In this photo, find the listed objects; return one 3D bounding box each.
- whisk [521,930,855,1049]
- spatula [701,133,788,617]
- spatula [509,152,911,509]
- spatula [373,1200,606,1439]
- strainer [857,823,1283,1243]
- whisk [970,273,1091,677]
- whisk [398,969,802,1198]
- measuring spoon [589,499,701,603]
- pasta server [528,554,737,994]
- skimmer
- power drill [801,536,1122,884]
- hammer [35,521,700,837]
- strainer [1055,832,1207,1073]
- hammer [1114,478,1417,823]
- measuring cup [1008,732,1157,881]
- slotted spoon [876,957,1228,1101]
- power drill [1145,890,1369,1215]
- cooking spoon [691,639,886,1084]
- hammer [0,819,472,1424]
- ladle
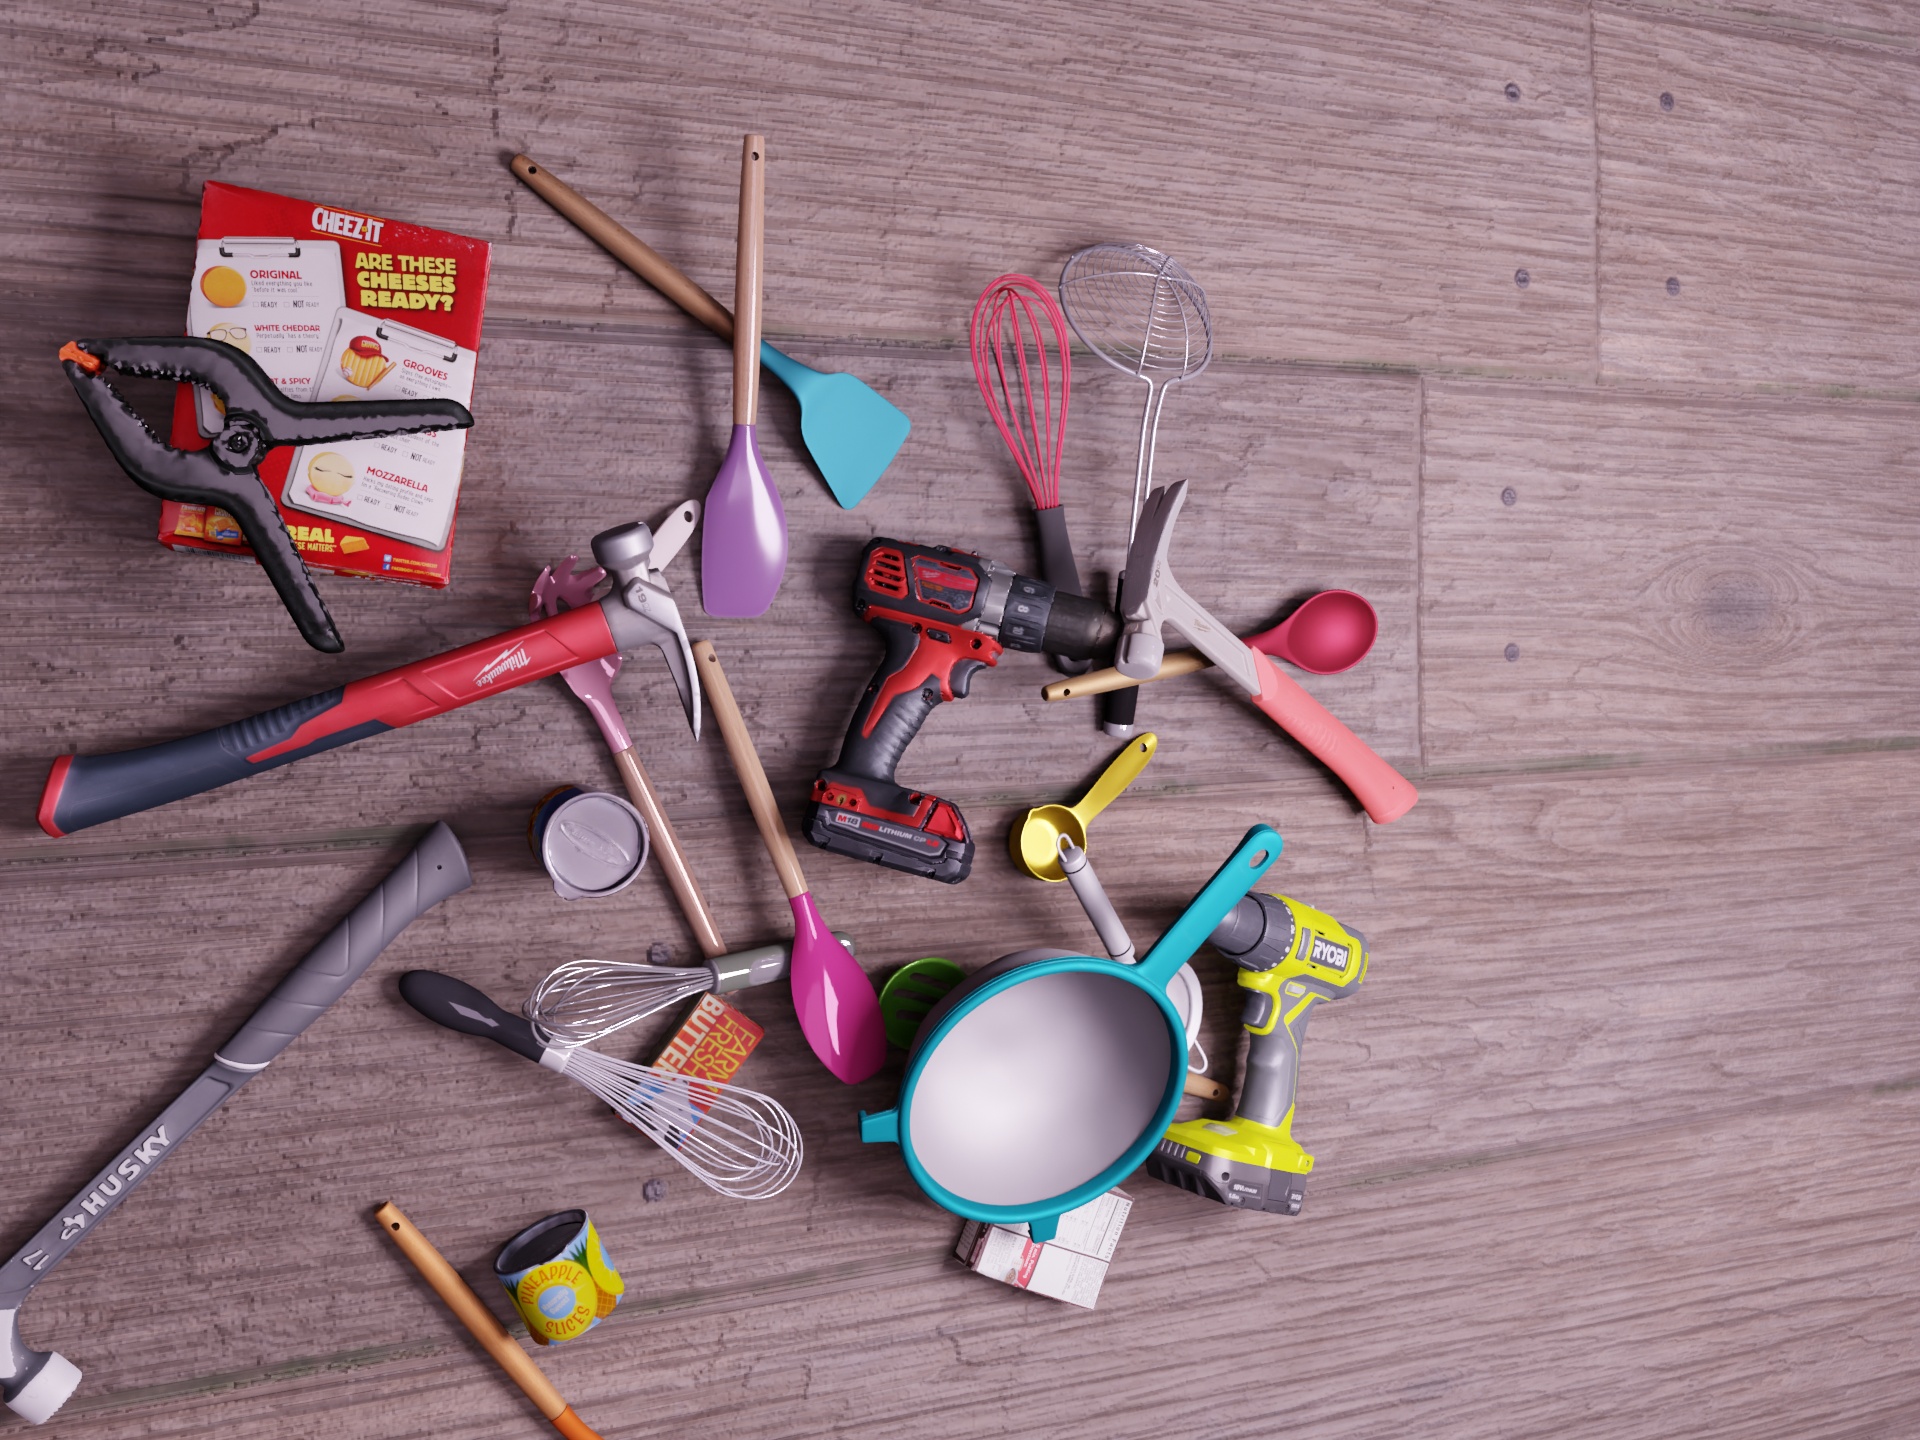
[{"bbox_3d":[-0.171,0.171,1.051,0.246,0.059,0.057,-7,107,-39],"label":"whisk"},{"bbox_3d":[-0.141,-0.224,1.061,0.059,0.018,0.315,-2,106,-19],"label":"spatula"},{"bbox_3d":[-0.171,-0.271,1.079,0.317,0.044,0.082,37,79,-14],"label":"spatula"},{"bbox_3d":[-0.277,0.440,1.043,0.081,0.041,0.322,-38,104,-16],"label":"spatula"},{"bbox_3d":[0.086,0.189,1.103,0.210,0.095,0.340,39,94,-29],"label":"strainer"},{"bbox_3d":[0.060,-0.174,1.156,0.073,0.073,0.295,-16,104,-21],"label":"whisk"},{"bbox_3d":[-0.231,0.229,1.030,0.284,0.070,0.070,27,81,-5],"label":"whisk"},{"bbox_3d":[-0.203,-0.103,1.052,0.034,0.018,0.124,51,54,-32],"label":"measuring spoon"},{"bbox_3d":[-0.211,0.043,1.061,0.060,0.040,0.316,-32,105,-41],"label":"pasta server"},{"bbox_3d":[0.121,-0.173,1.195,0.127,0.090,0.363,-1,102,-26],"label":"skimmer"},{"bbox_3d":[-0.002,-0.003,1.094,0.188,0.080,0.227,15,84,5],"label":"power drill"},{"bbox_3d":[-0.354,0.005,0.972,0.386,0.038,0.143,-20,109,-11],"label":"hammer"},{"bbox_3d":[0.119,0.171,1.165,0.087,0.050,0.258,-49,129,-27],"label":"strainer"},{"bbox_3d":[0.240,-0.026,1.189,0.358,0.037,0.149,34,60,-37],"label":"hammer"},{"bbox_3d":[0.094,0.061,1.197,0.156,0.029,0.062,-43,106,-28],"label":"measuring cup"},{"bbox_3d":[0.073,0.242,1.188,0.313,0.031,0.070,21,91,-23],"label":"slotted spoon"},{"bbox_3d":[0.216,0.241,1.188,0.190,0.080,0.228,24,78,-43],"label":"power drill"},{"bbox_3d":[-0.120,0.095,1.084,0.068,0.017,0.319,-22,90,-44],"label":"cooking spoon"},{"bbox_3d":[-0.457,0.218,0.969,0.149,0.036,0.409,47,75,-15],"label":"hammer"},{"bbox_3d":[0.192,-0.048,1.204,0.315,0.031,0.069,-13,108,-30],"label":"ladle"}]
